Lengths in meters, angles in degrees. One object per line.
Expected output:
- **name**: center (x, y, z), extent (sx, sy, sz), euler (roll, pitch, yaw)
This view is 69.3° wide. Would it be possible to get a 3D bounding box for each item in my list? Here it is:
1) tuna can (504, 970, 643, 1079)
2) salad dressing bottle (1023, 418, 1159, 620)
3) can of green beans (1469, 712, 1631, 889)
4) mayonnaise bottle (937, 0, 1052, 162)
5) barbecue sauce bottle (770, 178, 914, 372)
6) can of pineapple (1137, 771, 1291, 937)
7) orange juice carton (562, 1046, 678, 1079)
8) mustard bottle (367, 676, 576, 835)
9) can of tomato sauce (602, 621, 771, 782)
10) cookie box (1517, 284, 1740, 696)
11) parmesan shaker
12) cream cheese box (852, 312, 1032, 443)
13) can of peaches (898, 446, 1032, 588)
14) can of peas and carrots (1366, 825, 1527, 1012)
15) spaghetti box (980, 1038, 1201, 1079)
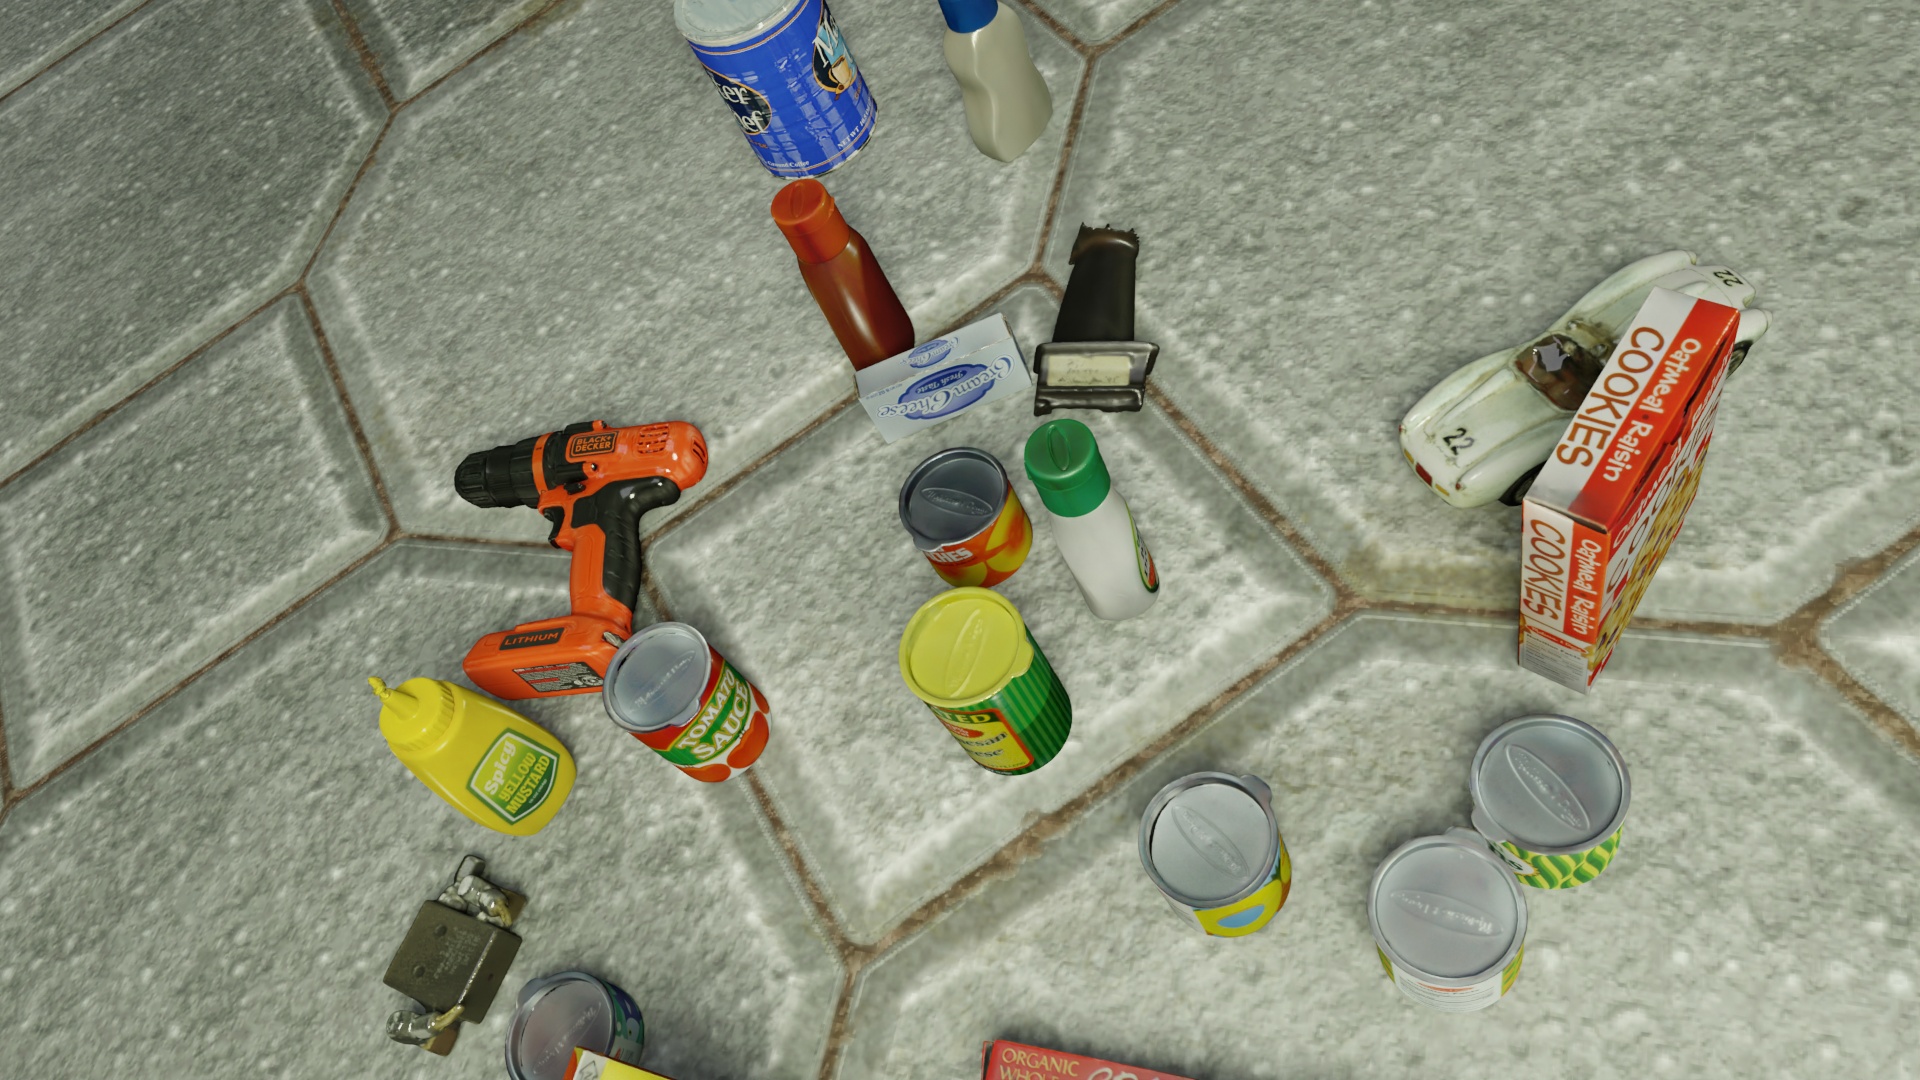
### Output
- **tuna can**: center (-0.207, 0.265, 0.742), extent (0.071, 0.032, 0.071), euler (-9, 58, 15)
- **salad dressing bottle**: center (0.070, -0.009, 0.735), extent (0.044, 0.147, 0.064), euler (-19, 56, 10)
- **can of green beans**: center (0.269, 0.121, 0.637), extent (0.071, 0.057, 0.071), euler (-9, 58, 15)
- **mayonnaise bottle**: center (0.019, -0.331, 0.948), extent (0.041, 0.147, 0.065), euler (30, 74, 32)
- **barbecue sauce bottle**: center (-0.073, -0.166, 0.882), extent (0.043, 0.148, 0.065), euler (-10, 58, 15)
- **can of pineapple**: center (0.126, 0.152, 0.672), extent (0.071, 0.057, 0.071), euler (-9, 58, 15)
- **orange juice carton**: center (-0.127, 0.276, 0.608), extent (0.073, 0.192, 0.072), euler (7, 64, 24)
- **mustard bottle**: center (-0.280, 0.115, 0.782), extent (0.049, 0.159, 0.065), euler (19, 69, 29)
- **can of tomato sauce**: center (-0.153, 0.095, 0.794), extent (0.071, 0.082, 0.071), euler (-9, 58, 15)
- **cookie box**: center (0.304, -0.017, 0.640), extent (0.040, 0.167, 0.123), euler (27, 73, 31)
- **parmesan shaker**: center (0.018, 0.077, 0.729), extent (0.071, 0.102, 0.071), euler (-9, 58, 15)
- **cream cheese box**: center (-0.010, -0.102, 0.878), extent (0.104, 0.053, 0.024), euler (-22, 56, 7)
- **can of peaches**: center (0.003, -0.010, 0.815), extent (0.071, 0.058, 0.071), euler (-9, 58, 15)
- **can of peas and carrots**: center (0.219, 0.171, 0.625), extent (0.071, 0.058, 0.071), euler (-9, 58, 15)
- **spaghetti box**: center (0.130, 0.259, 0.610), extent (0.250, 0.050, 0.029), euler (3, 62, 22)
